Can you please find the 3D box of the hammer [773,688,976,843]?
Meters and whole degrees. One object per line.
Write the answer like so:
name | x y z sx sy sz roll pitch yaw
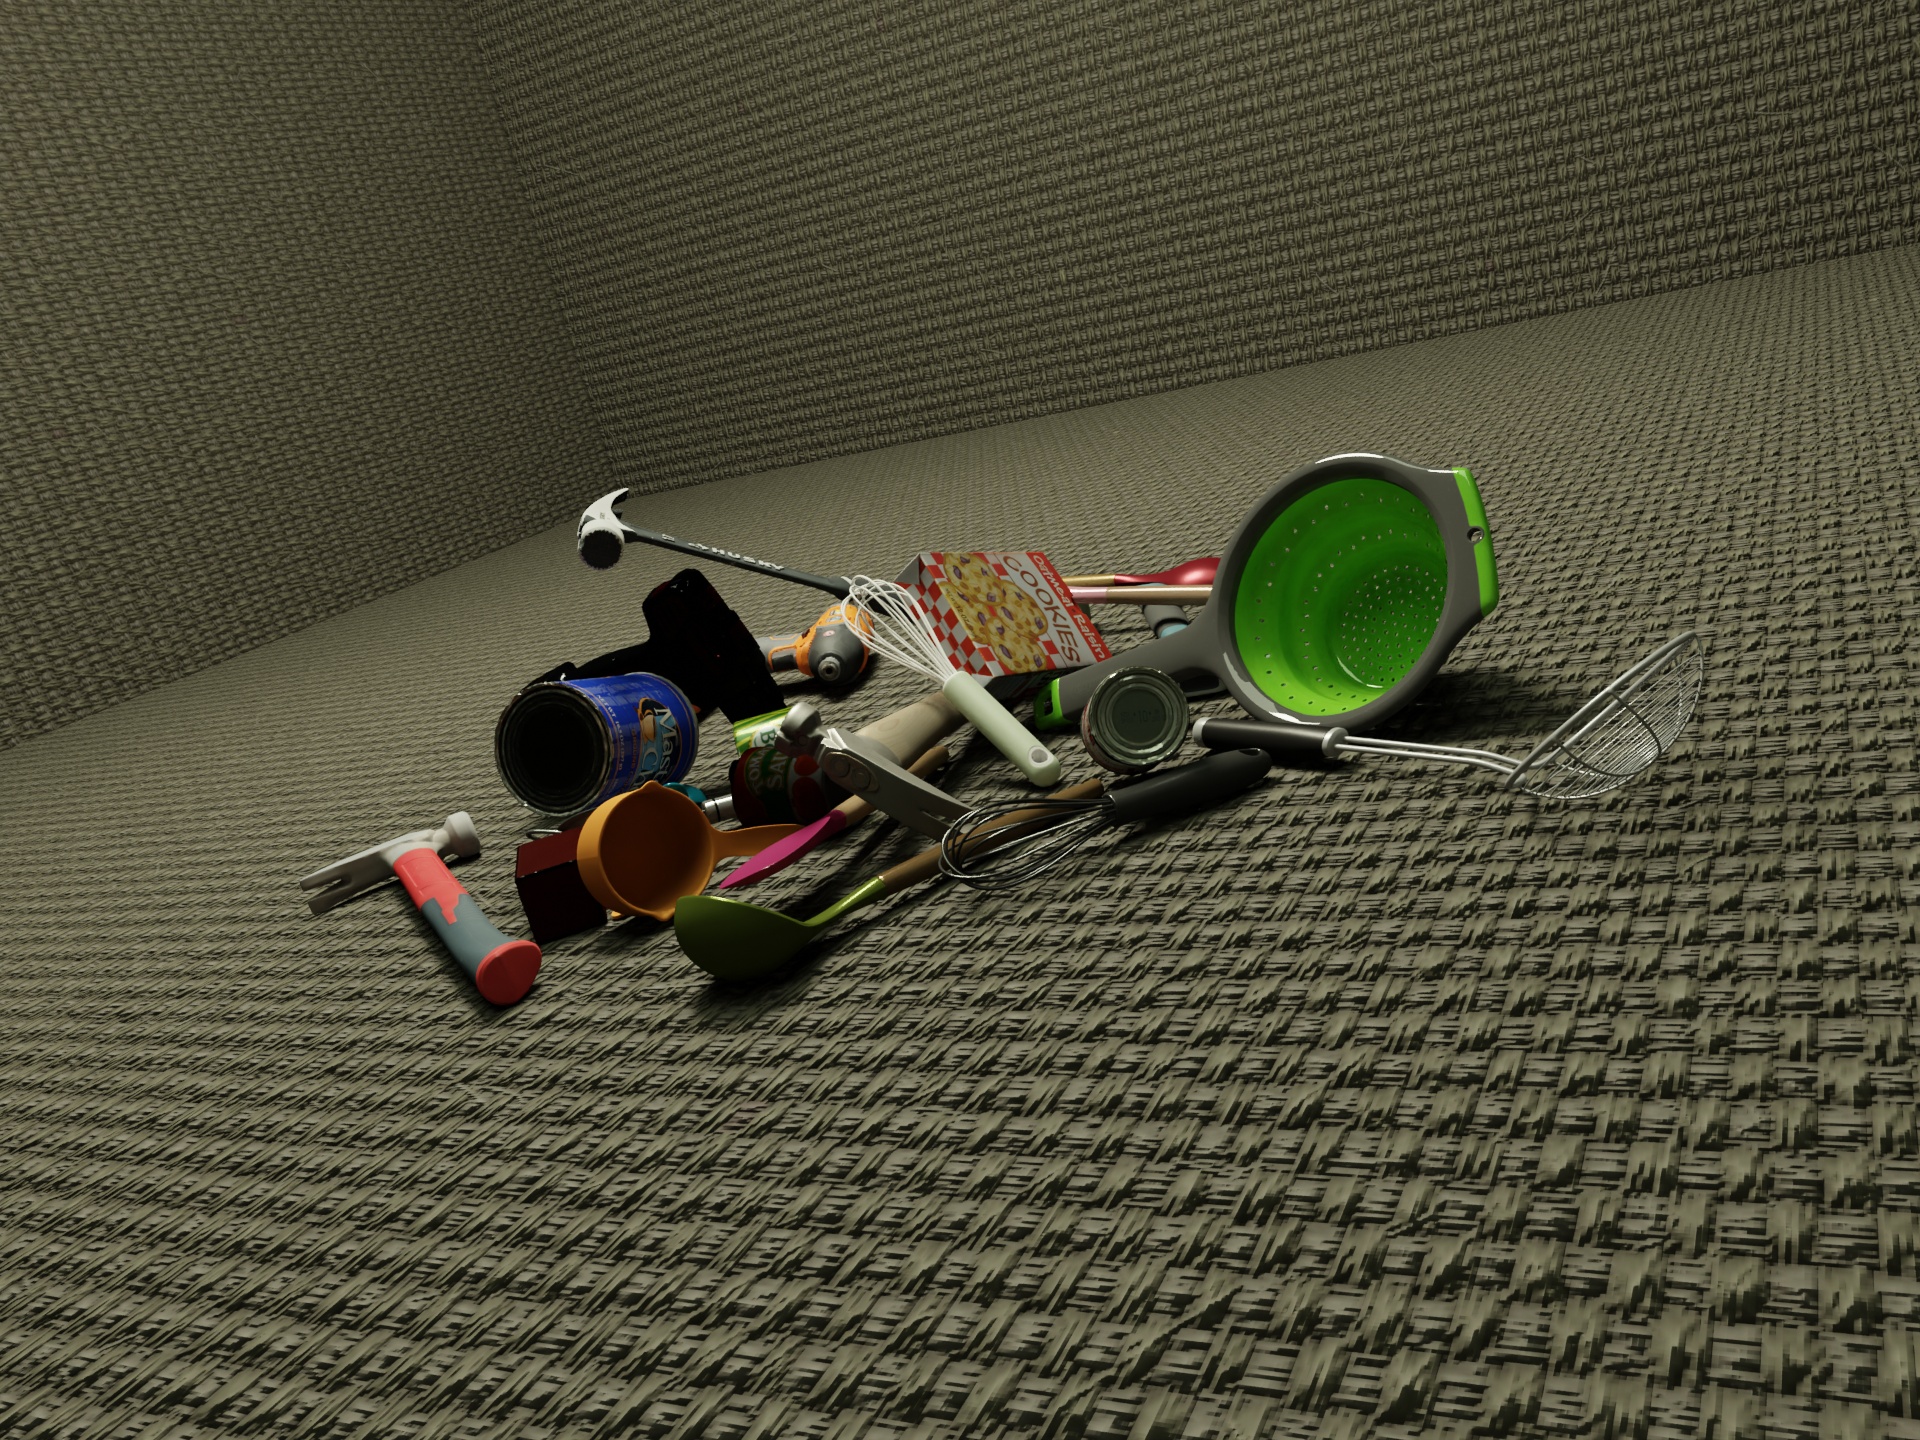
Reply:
hammer | -0.002 -0.004 1.251 0.146 0.038 0.410 30 20 9

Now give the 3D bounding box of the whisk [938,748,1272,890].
whisk | 0.096 0.057 1.015 0.239 0.055 0.055 -16 16 -19

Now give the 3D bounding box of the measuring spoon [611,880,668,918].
measuring spoon | -0.210 0.115 1.154 0.021 0.011 0.117 -3 24 37

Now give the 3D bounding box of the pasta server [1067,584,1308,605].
pasta server | 0.157 -0.103 1.406 0.316 0.040 0.060 2 23 32

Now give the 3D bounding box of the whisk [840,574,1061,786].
whisk | -0.009 -0.031 1.199 0.058 0.059 0.247 -31 57 -24

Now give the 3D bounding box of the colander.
colander | 0.226 -0.056 1.178 0.397 0.205 0.094 -22 -26 39

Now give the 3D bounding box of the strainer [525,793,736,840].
strainer | -0.199 0.074 1.224 0.258 0.050 0.086 -15 -24 -19

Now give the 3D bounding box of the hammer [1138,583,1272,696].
hammer | 0.189 -0.078 1.397 0.128 0.033 0.331 -13 16 4

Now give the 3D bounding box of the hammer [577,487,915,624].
hammer | -0.115 -0.115 1.333 0.408 0.036 0.149 14 19 -17

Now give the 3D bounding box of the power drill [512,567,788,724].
power drill | -0.256 -0.006 1.368 0.226 0.187 0.080 -28 15 24

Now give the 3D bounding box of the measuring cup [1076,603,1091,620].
measuring cup | 0.096 -0.085 1.498 0.083 0.038 0.168 -16 18 -4

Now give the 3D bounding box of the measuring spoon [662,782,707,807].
measuring spoon | -0.224 0.054 1.249 0.042 0.021 0.128 -14 -10 -8

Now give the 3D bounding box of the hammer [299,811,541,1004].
hammer | -0.391 0.143 1.167 0.143 0.038 0.386 -23 18 -23

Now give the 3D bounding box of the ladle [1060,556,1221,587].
ladle | 0.127 -0.129 1.506 0.315 0.031 0.069 -1 19 36

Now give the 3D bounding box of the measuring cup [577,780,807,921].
measuring cup | -0.187 0.090 1.120 0.173 0.095 0.052 -2 -7 -39

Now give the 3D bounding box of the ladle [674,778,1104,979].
ladle | -0.034 0.085 1.014 0.320 0.062 0.078 -22 -1 -32

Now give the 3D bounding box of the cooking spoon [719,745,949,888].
cooking spoon | -0.075 0.063 1.120 0.069 0.017 0.319 -26 3 26

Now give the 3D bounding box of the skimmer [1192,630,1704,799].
skimmer | 0.274 -0.009 0.979 0.127 0.090 0.363 -27 19 -33

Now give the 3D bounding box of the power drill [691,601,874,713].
power drill | -0.203 -0.059 1.602 0.226 0.084 0.164 -10 17 4

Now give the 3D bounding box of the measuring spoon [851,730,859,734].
measuring spoon | -0.114 0.024 1.371 0.034 0.018 0.124 -27 13 -36
